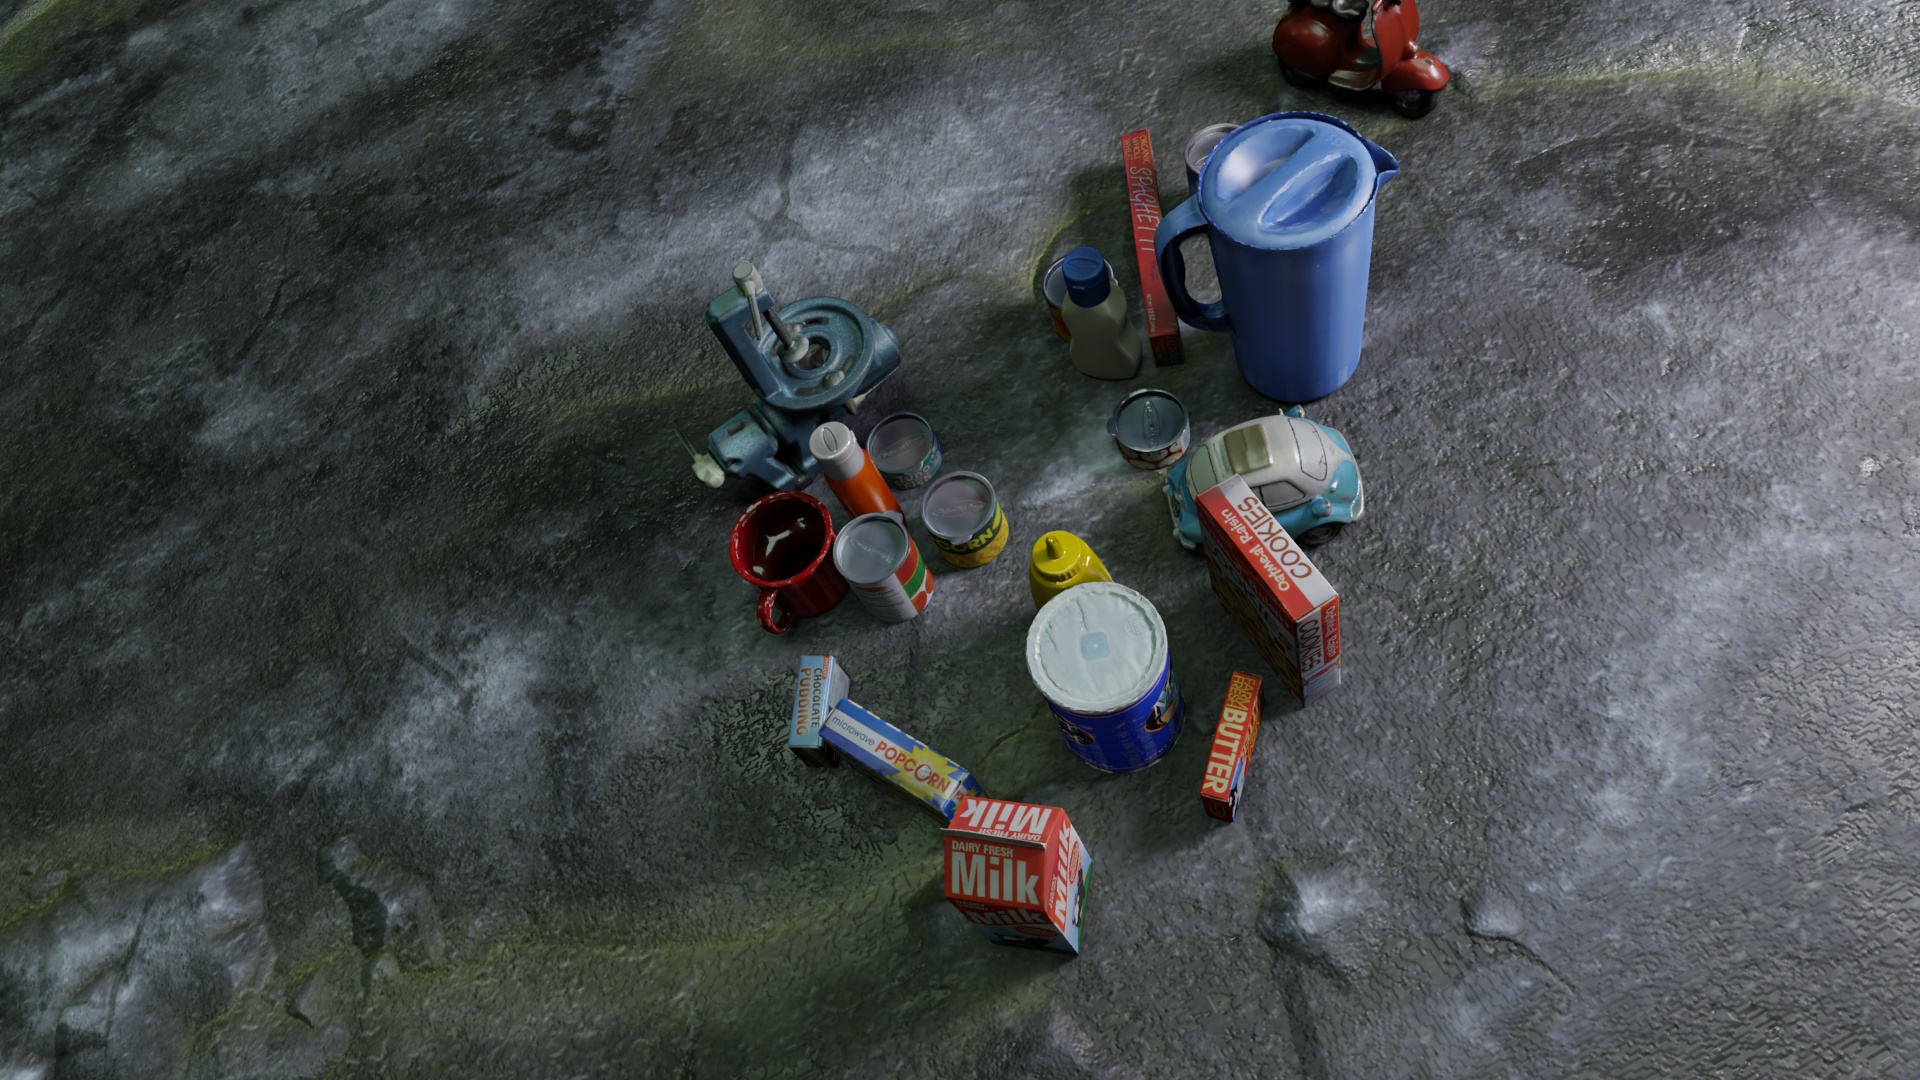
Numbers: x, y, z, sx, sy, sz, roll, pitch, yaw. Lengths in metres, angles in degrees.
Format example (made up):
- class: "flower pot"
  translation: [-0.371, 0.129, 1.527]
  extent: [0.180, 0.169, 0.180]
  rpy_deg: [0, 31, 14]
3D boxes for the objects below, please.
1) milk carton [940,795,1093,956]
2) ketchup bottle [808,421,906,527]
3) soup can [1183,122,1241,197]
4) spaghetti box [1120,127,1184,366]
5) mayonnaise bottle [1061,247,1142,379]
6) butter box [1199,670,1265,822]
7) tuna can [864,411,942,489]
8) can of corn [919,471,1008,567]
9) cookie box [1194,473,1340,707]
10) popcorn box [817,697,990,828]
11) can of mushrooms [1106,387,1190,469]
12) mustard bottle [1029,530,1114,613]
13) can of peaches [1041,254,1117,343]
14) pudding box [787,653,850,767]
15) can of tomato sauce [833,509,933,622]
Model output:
- class: "milk carton"
  translation: [0.041, 0.233, 0.977]
  extent: [0.072, 0.190, 0.074]
  rpy_deg: [3, 64, 17]
- class: "ketchup bottle"
  translation: [-0.088, -0.049, 1.192]
  extent: [0.043, 0.148, 0.065]
  rpy_deg: [-27, 59, 1]
- class: "soup can"
  translation: [0.246, -0.333, 1.293]
  extent: [0.071, 0.083, 0.071]
  rpy_deg: [-7, 61, 12]
- class: "spaghetti box"
  translation: [0.179, -0.278, 1.301]
  extent: [0.028, 0.050, 0.251]
  rpy_deg: [-9, 60, 11]
- class: "mayonnaise bottle"
  translation: [0.120, -0.197, 1.216]
  extent: [0.065, 0.147, 0.041]
  rpy_deg: [10, 66, 20]
- class: "butter box"
  translation: [0.207, 0.156, 1.054]
  extent: [0.024, 0.053, 0.104]
  rpy_deg: [11, 66, 21]
- class: "tuna can"
  translation: [-0.050, -0.080, 1.266]
  extent: [0.071, 0.032, 0.071]
  rpy_deg: [-7, 61, 12]
- class: "can of corn"
  translation: [0.004, -0.015, 1.201]
  extent: [0.071, 0.058, 0.071]
  rpy_deg: [-7, 61, 12]
- class: "cookie box"
  translation: [0.232, 0.041, 1.044]
  extent: [0.040, 0.167, 0.123]
  rpy_deg: [-32, 59, -3]
- class: "popcorn box"
  translation: [-0.043, 0.179, 1.092]
  extent: [0.127, 0.085, 0.038]
  rpy_deg: [27, 72, 26]
- class: "can of mushrooms"
  translation: [0.165, -0.098, 1.216]
  extent: [0.071, 0.033, 0.071]
  rpy_deg: [-7, 61, 12]
- class: "mustard bottle"
  translation: [0.085, 0.030, 1.094]
  extent: [0.065, 0.159, 0.049]
  rpy_deg: [-38, 59, -7]
- class: "can of peaches"
  translation: [0.115, -0.222, 1.284]
  extent: [0.071, 0.058, 0.071]
  rpy_deg: [-7, 61, 12]
- class: "pudding box"
  translation: [-0.117, 0.141, 1.153]
  extent: [0.030, 0.049, 0.084]
  rpy_deg: [-2, 62, 14]
- class: "can of tomato sauce"
  translation: [-0.063, 0.023, 1.184]
  extent: [0.071, 0.082, 0.071]
  rpy_deg: [-7, 61, 12]
